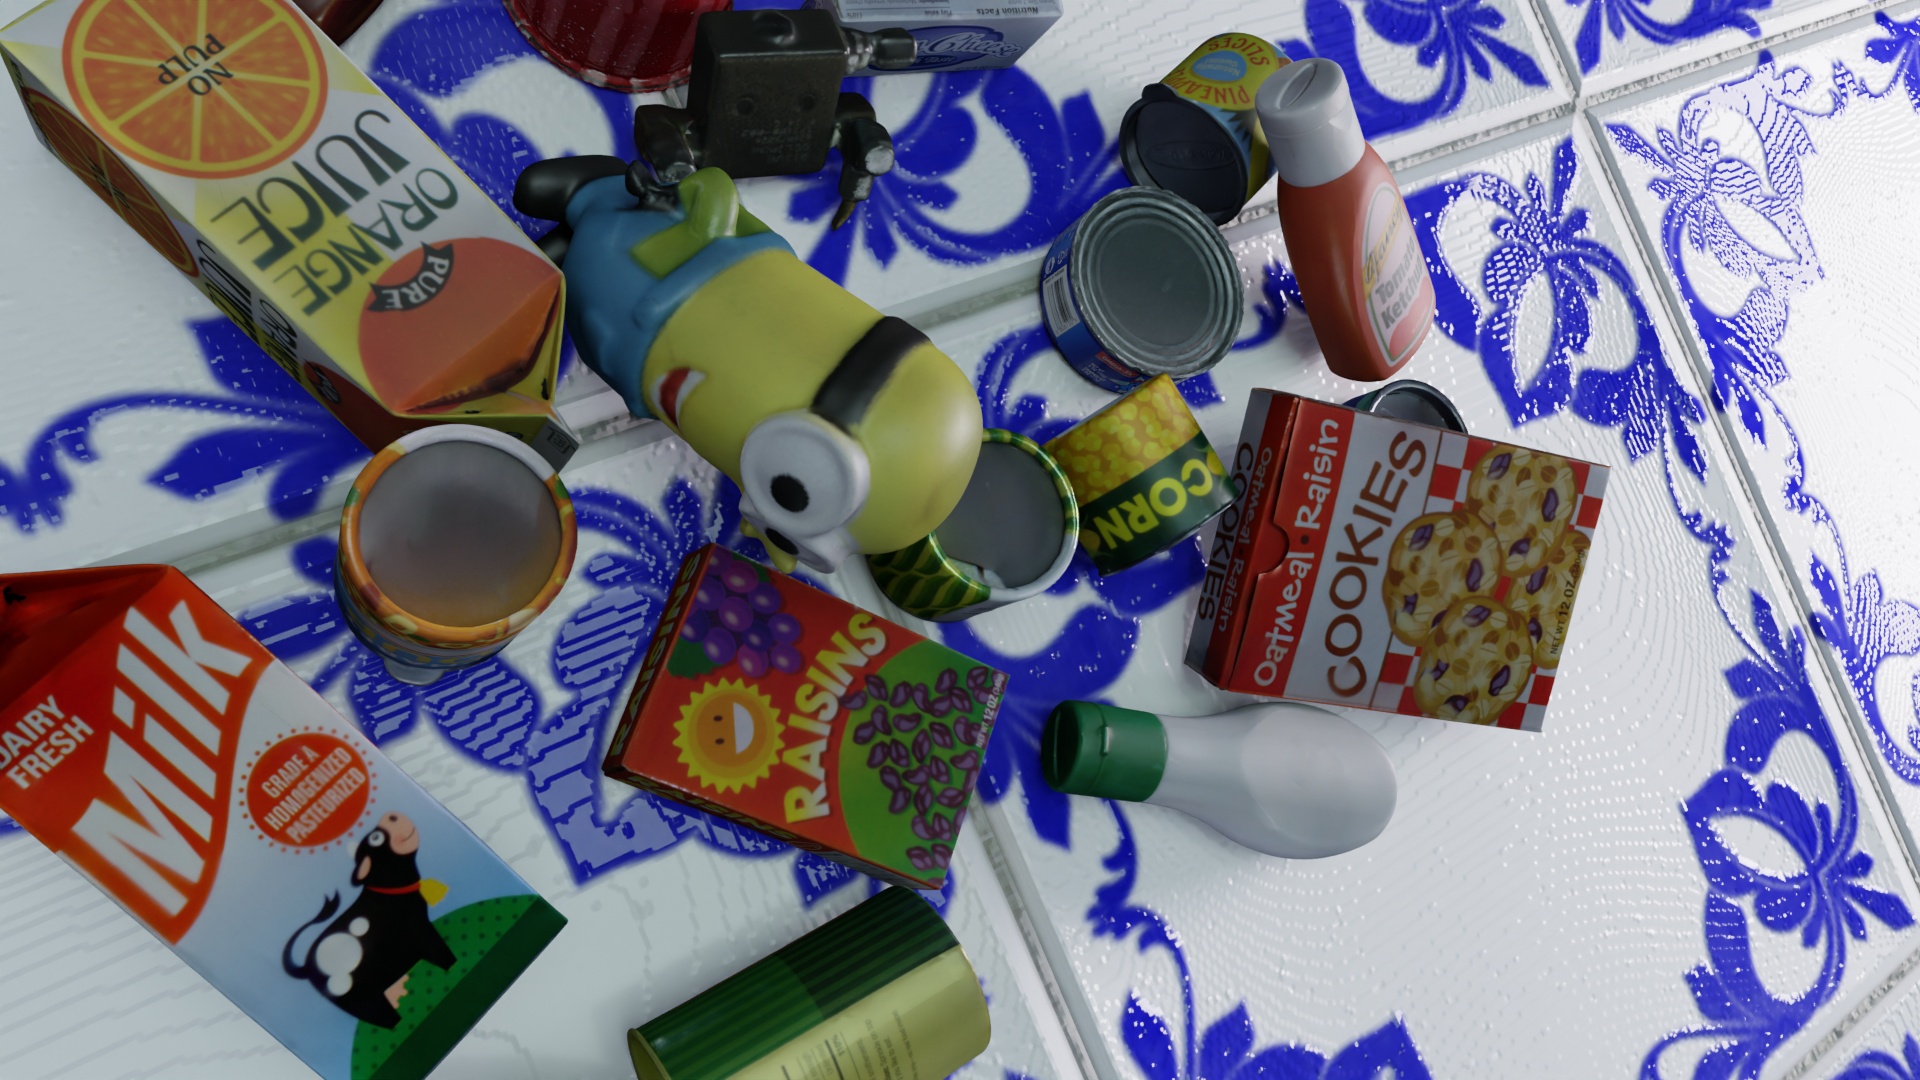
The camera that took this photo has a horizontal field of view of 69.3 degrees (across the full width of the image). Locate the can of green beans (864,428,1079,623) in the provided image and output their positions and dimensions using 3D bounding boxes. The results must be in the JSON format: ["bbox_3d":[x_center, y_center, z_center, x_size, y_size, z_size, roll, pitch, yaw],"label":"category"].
[{"bbox_3d":[0.003,-0.005,0.530,0.071,0.057,0.071,5,77,-24],"label":"can of green beans"}]

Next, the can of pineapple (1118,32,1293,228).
[{"bbox_3d":[0.113,-0.183,0.613,0.071,0.071,0.058,48,64,-9],"label":"can of pineapple"}]

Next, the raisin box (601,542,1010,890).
[{"bbox_3d":[-0.054,0.064,0.500,0.123,0.040,0.086,26,70,-19],"label":"raisin box"}]

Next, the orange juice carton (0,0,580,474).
[{"bbox_3d":[-0.198,-0.092,0.448,0.192,0.071,0.073,46,65,-9],"label":"orange juice carton"}]

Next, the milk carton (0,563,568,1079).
[{"bbox_3d":[-0.214,0.074,0.404,0.190,0.072,0.074,46,65,-9],"label":"milk carton"}]

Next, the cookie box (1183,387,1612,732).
[{"bbox_3d":[0.189,0.011,0.596,0.167,0.040,0.122,10,97,-21],"label":"cookie box"}]

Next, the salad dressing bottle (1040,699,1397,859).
[{"bbox_3d":[0.106,0.093,0.566,0.148,0.044,0.064,12,68,-21],"label":"salad dressing bottle"}]

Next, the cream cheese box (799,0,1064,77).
[{"bbox_3d":[-0.015,-0.213,0.569,0.104,0.053,0.024,-13,87,-26],"label":"cream cheese box"}]

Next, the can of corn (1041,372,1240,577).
[{"bbox_3d":[0.070,-0.027,0.559,0.071,0.071,0.058,-33,93,-27],"label":"can of corn"}]

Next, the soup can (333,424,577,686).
[{"bbox_3d":[-0.161,0.007,0.437,0.071,0.083,0.071,5,78,-24],"label":"soup can"}]

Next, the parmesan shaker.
[{"bbox_3d":[-0.049,0.170,0.466,0.103,0.071,0.071,-23,90,-28],"label":"parmesan shaker"}]

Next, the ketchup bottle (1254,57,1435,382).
[{"bbox_3d":[0.166,-0.139,0.604,0.065,0.043,0.148,-57,136,-19],"label":"ketchup bottle"}]

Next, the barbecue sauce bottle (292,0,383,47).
[{"bbox_3d":[-0.264,-0.230,0.463,0.148,0.043,0.065,35,66,-14],"label":"barbecue sauce bottle"}]

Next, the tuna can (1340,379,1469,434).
[{"bbox_3d":[0.200,-0.037,0.643,0.071,0.032,0.071,5,77,-24],"label":"tuna can"}]
